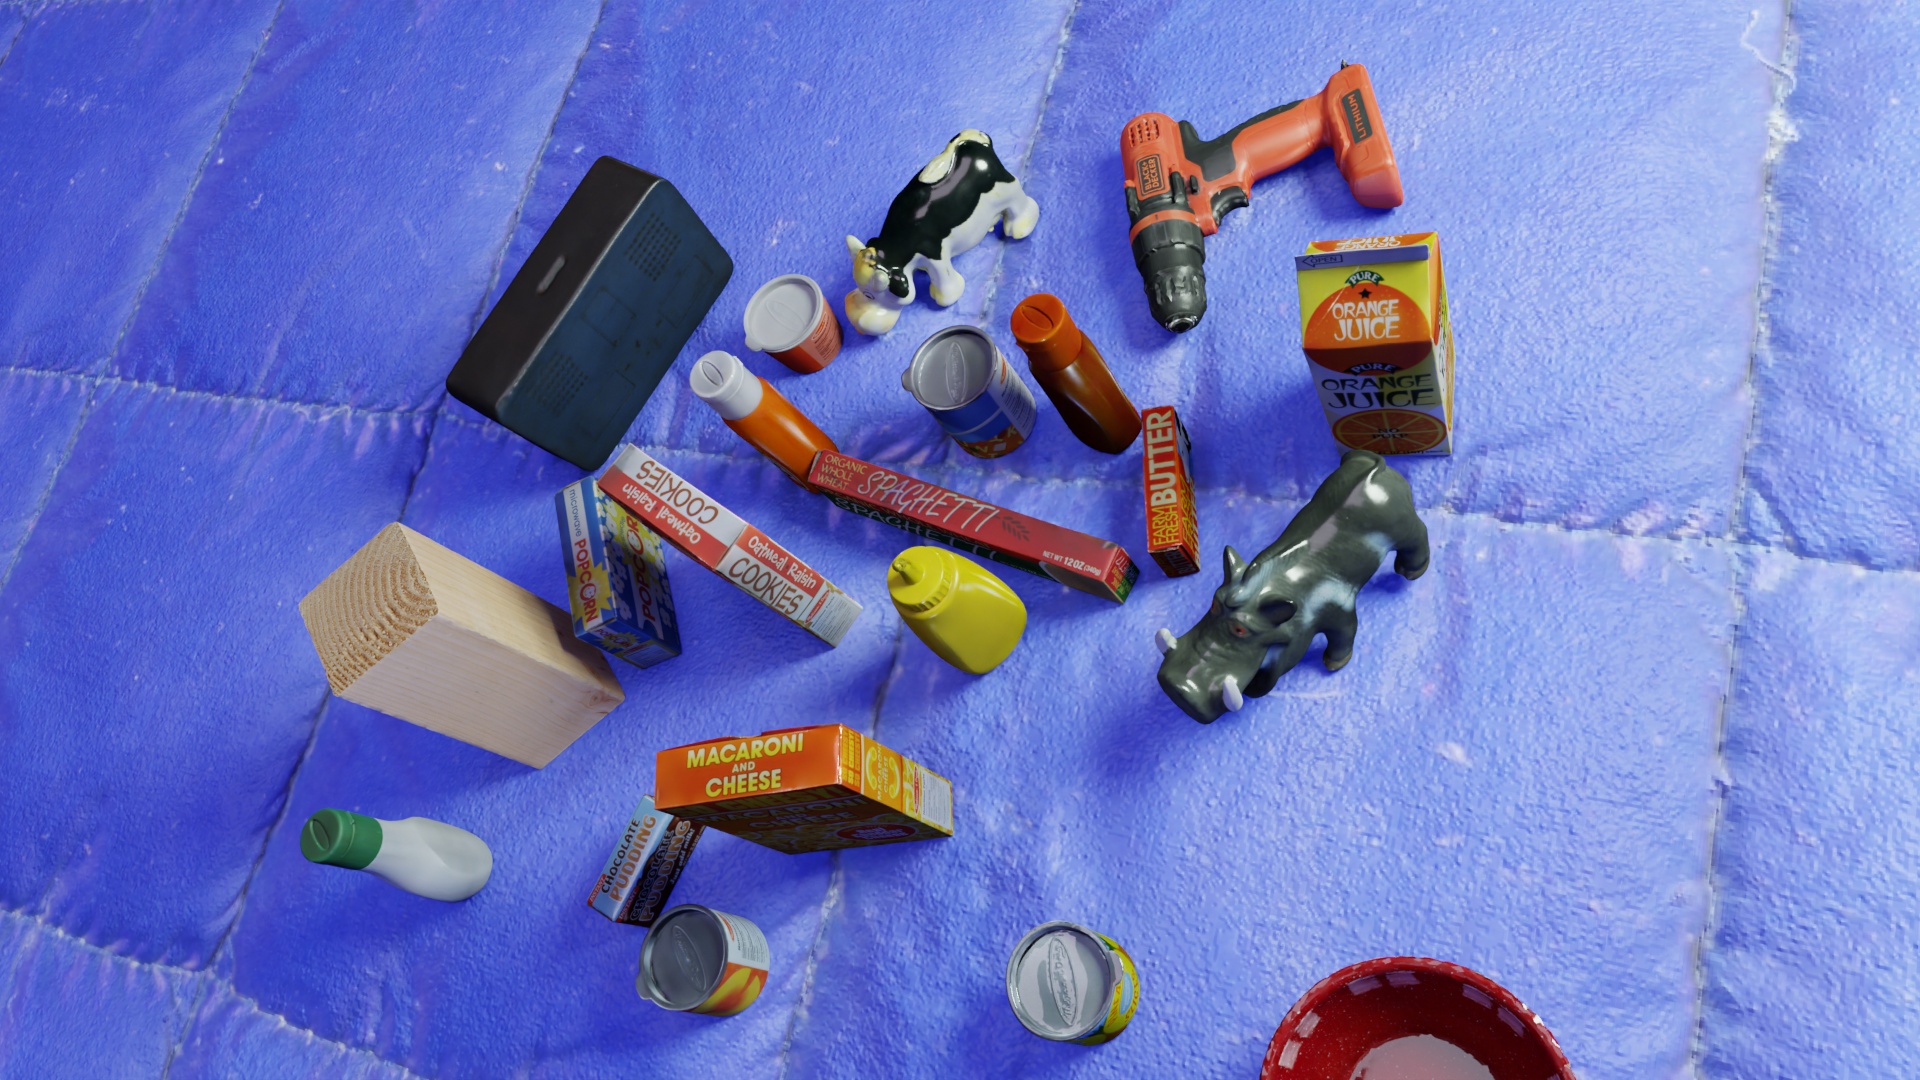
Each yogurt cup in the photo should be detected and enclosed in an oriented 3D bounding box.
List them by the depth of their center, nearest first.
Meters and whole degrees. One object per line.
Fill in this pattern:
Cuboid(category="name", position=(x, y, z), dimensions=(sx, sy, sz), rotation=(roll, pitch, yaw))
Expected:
Cuboid(category="yogurt cup", position=(-0.127, -0.166, 1.086), dimensions=(0.072, 0.054, 0.072), rotation=(-9, 65, 20))

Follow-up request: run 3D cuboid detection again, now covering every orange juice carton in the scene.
Cuboid(category="orange juice carton", position=(0.249, -0.121, 0.823), dimensions=(0.072, 0.192, 0.073), rotation=(0, 69, 24))

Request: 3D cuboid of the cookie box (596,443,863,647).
Cuboid(category="cookie box", position=(-0.156, 0.007, 0.956), dimensions=(0.123, 0.167, 0.040), rotation=(31, 83, 31))

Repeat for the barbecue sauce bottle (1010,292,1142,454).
Cuboid(category="barbecue sauce bottle", position=(0.074, -0.111, 0.919), dimensions=(0.043, 0.148, 0.065), rotation=(-48, 59, -1))

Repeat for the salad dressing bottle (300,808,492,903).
Cuboid(category="salad dressing bottle", position=(-0.395, 0.220, 0.979), dimensions=(0.044, 0.147, 0.064), rotation=(-46, 59, 0))

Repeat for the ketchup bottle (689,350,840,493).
Cuboid(category="ketchup bottle", position=(-0.140, -0.087, 1.001), dimensions=(0.043, 0.148, 0.065), rotation=(-44, 59, 1))

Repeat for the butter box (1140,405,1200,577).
Cuboid(category="butter box", position=(0.138, -0.032, 0.913), dimensions=(0.024, 0.053, 0.104), rotation=(-9, 65, 20))

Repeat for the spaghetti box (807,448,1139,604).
Cuboid(category="spaghetti box", position=(0.003, -0.012, 0.965), dimensions=(0.250, 0.050, 0.029), rotation=(19, 77, 29))

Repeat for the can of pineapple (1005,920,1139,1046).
Cuboid(category="can of pineapple", position=(0.068, 0.260, 0.813), dimensions=(0.071, 0.057, 0.071), rotation=(-9, 65, 20))

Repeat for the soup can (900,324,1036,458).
Cuboid(category="soup can", position=(0.007, -0.103, 0.983), dimensions=(0.071, 0.083, 0.071), rotation=(-9, 65, 20))

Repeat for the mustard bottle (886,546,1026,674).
Cuboid(category="mustard bottle", position=(-0.009, 0.037, 0.884), dimensions=(0.049, 0.160, 0.065), rotation=(36, 86, 31))

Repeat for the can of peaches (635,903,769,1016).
Cuboid(category="can of peaches", position=(-0.168, 0.276, 0.908), dimensions=(0.071, 0.058, 0.071), rotation=(-9, 65, 20))

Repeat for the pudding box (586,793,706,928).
Cuboid(category="pudding box", position=(-0.216, 0.221, 0.958), dimensions=(0.030, 0.049, 0.084), rotation=(21, 78, 29))

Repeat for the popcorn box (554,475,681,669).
Cuboid(category="popcorn box", position=(-0.257, 0.024, 1.040), dimensions=(0.038, 0.085, 0.127), rotation=(-24, 61, 13))

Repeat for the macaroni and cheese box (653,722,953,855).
Cuboid(category="macaroni and cheese box", position=(-0.093, 0.158, 0.864), dimensions=(0.123, 0.166, 0.040), rotation=(-11, 65, 19))
